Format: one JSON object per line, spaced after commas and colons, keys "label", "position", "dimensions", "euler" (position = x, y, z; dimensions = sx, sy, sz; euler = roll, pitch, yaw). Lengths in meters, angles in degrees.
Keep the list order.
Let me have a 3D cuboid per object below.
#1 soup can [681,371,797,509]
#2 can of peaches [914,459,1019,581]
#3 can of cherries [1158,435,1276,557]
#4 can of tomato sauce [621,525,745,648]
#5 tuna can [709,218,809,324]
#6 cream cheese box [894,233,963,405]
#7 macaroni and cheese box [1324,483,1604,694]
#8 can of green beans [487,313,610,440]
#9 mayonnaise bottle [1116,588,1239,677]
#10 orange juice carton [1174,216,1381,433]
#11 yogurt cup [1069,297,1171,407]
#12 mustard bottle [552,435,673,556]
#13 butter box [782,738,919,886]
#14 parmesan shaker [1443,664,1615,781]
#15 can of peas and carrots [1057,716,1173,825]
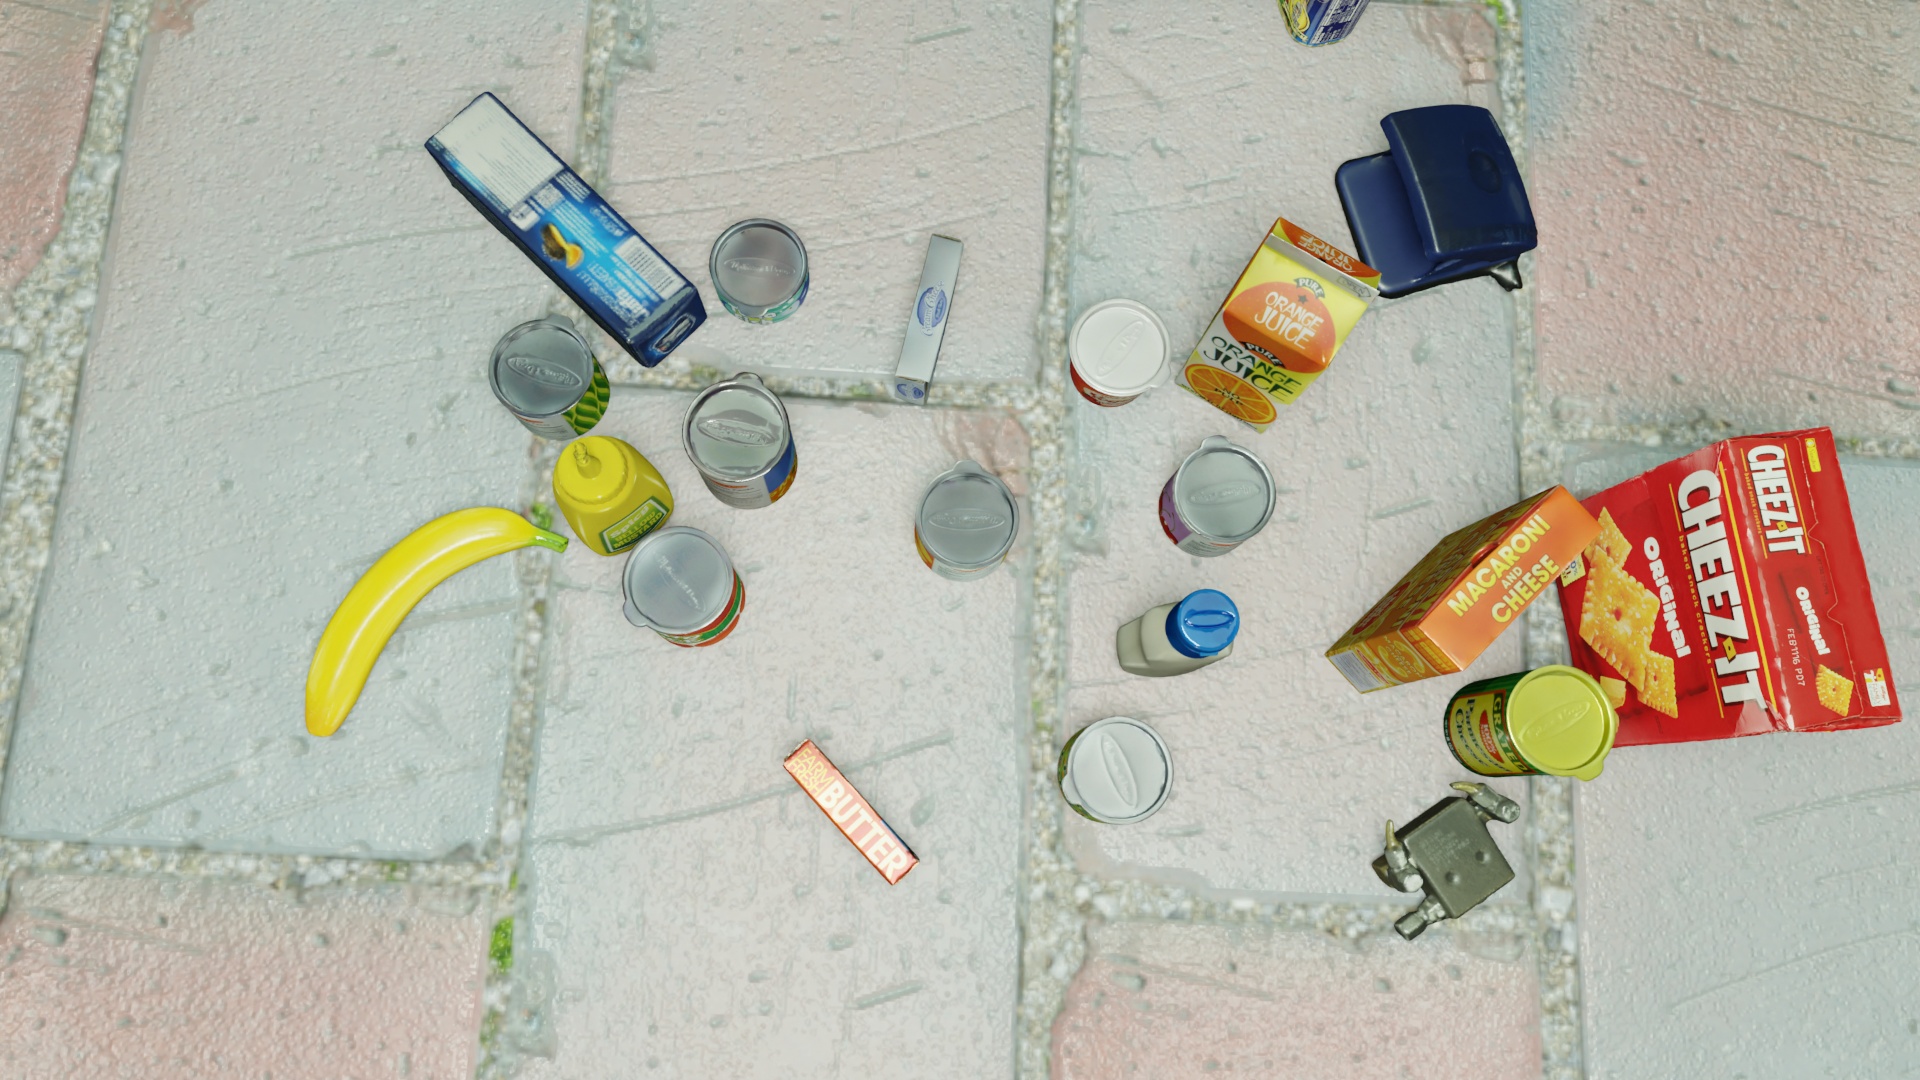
{"label": "soup can", "position": [-0.139, -0.062, 0.894], "dimensions": [0.071, 0.083, 0.071], "euler": [1, 79, -3]}
{"label": "can of peaches", "position": [0.003, -0.011, 0.905], "dimensions": [0.071, 0.058, 0.071], "euler": [1, 79, -3]}
{"label": "can of cherries", "position": [0.168, -0.028, 0.917], "dimensions": [0.071, 0.058, 0.071], "euler": [1, 79, -3]}
{"label": "can of tomato sauce", "position": [-0.173, 0.033, 0.873], "dimensions": [0.071, 0.083, 0.071], "euler": [1, 79, -3]}
{"label": "tuna can", "position": [-0.136, -0.180, 0.945], "dimensions": [0.071, 0.032, 0.071], "euler": [1, 79, -3]}
{"label": "cream cheese box", "position": [-0.021, -0.147, 0.934], "dimensions": [0.024, 0.053, 0.104], "euler": [14, 78, 0]}
{"label": "macaroni and cheese box", "position": [0.303, 0.035, 0.856], "dimensions": [0.124, 0.166, 0.040], "euler": [-42, 84, -10]}
{"label": "can of green beans", "position": [-0.268, -0.104, 0.909], "dimensions": [0.071, 0.057, 0.071], "euler": [1, 79, -3]}
{"label": "mayonnaise bottle", "position": [0.137, 0.058, 0.852], "dimensions": [0.065, 0.148, 0.041], "euler": [-3, 79, -4]}
{"label": "orange juice carton", "position": [0.200, -0.138, 0.873], "dimensions": [0.072, 0.192, 0.073], "euler": [31, 79, 3]}
{"label": "yogurt cup", "position": [0.104, -0.123, 0.935], "dimensions": [0.072, 0.054, 0.072], "euler": [1, 79, -3]}
{"label": "mustard bottle", "position": [-0.216, -0.031, 0.845], "dimensions": [0.065, 0.160, 0.049], "euler": [-38, 83, -9]}
{"label": "butter box", "position": [-0.068, 0.170, 0.866], "dimensions": [0.024, 0.053, 0.103], "euler": [-42, 84, -10]}
{"label": "parmesan shaker", "position": [0.356, 0.119, 0.874], "dimensions": [0.071, 0.103, 0.071], "euler": [1, 79, -3]}
{"label": "can of peas and carrots", "position": [0.094, 0.147, 0.877], "dimensions": [0.071, 0.058, 0.071], "euler": [1, 79, -3]}
